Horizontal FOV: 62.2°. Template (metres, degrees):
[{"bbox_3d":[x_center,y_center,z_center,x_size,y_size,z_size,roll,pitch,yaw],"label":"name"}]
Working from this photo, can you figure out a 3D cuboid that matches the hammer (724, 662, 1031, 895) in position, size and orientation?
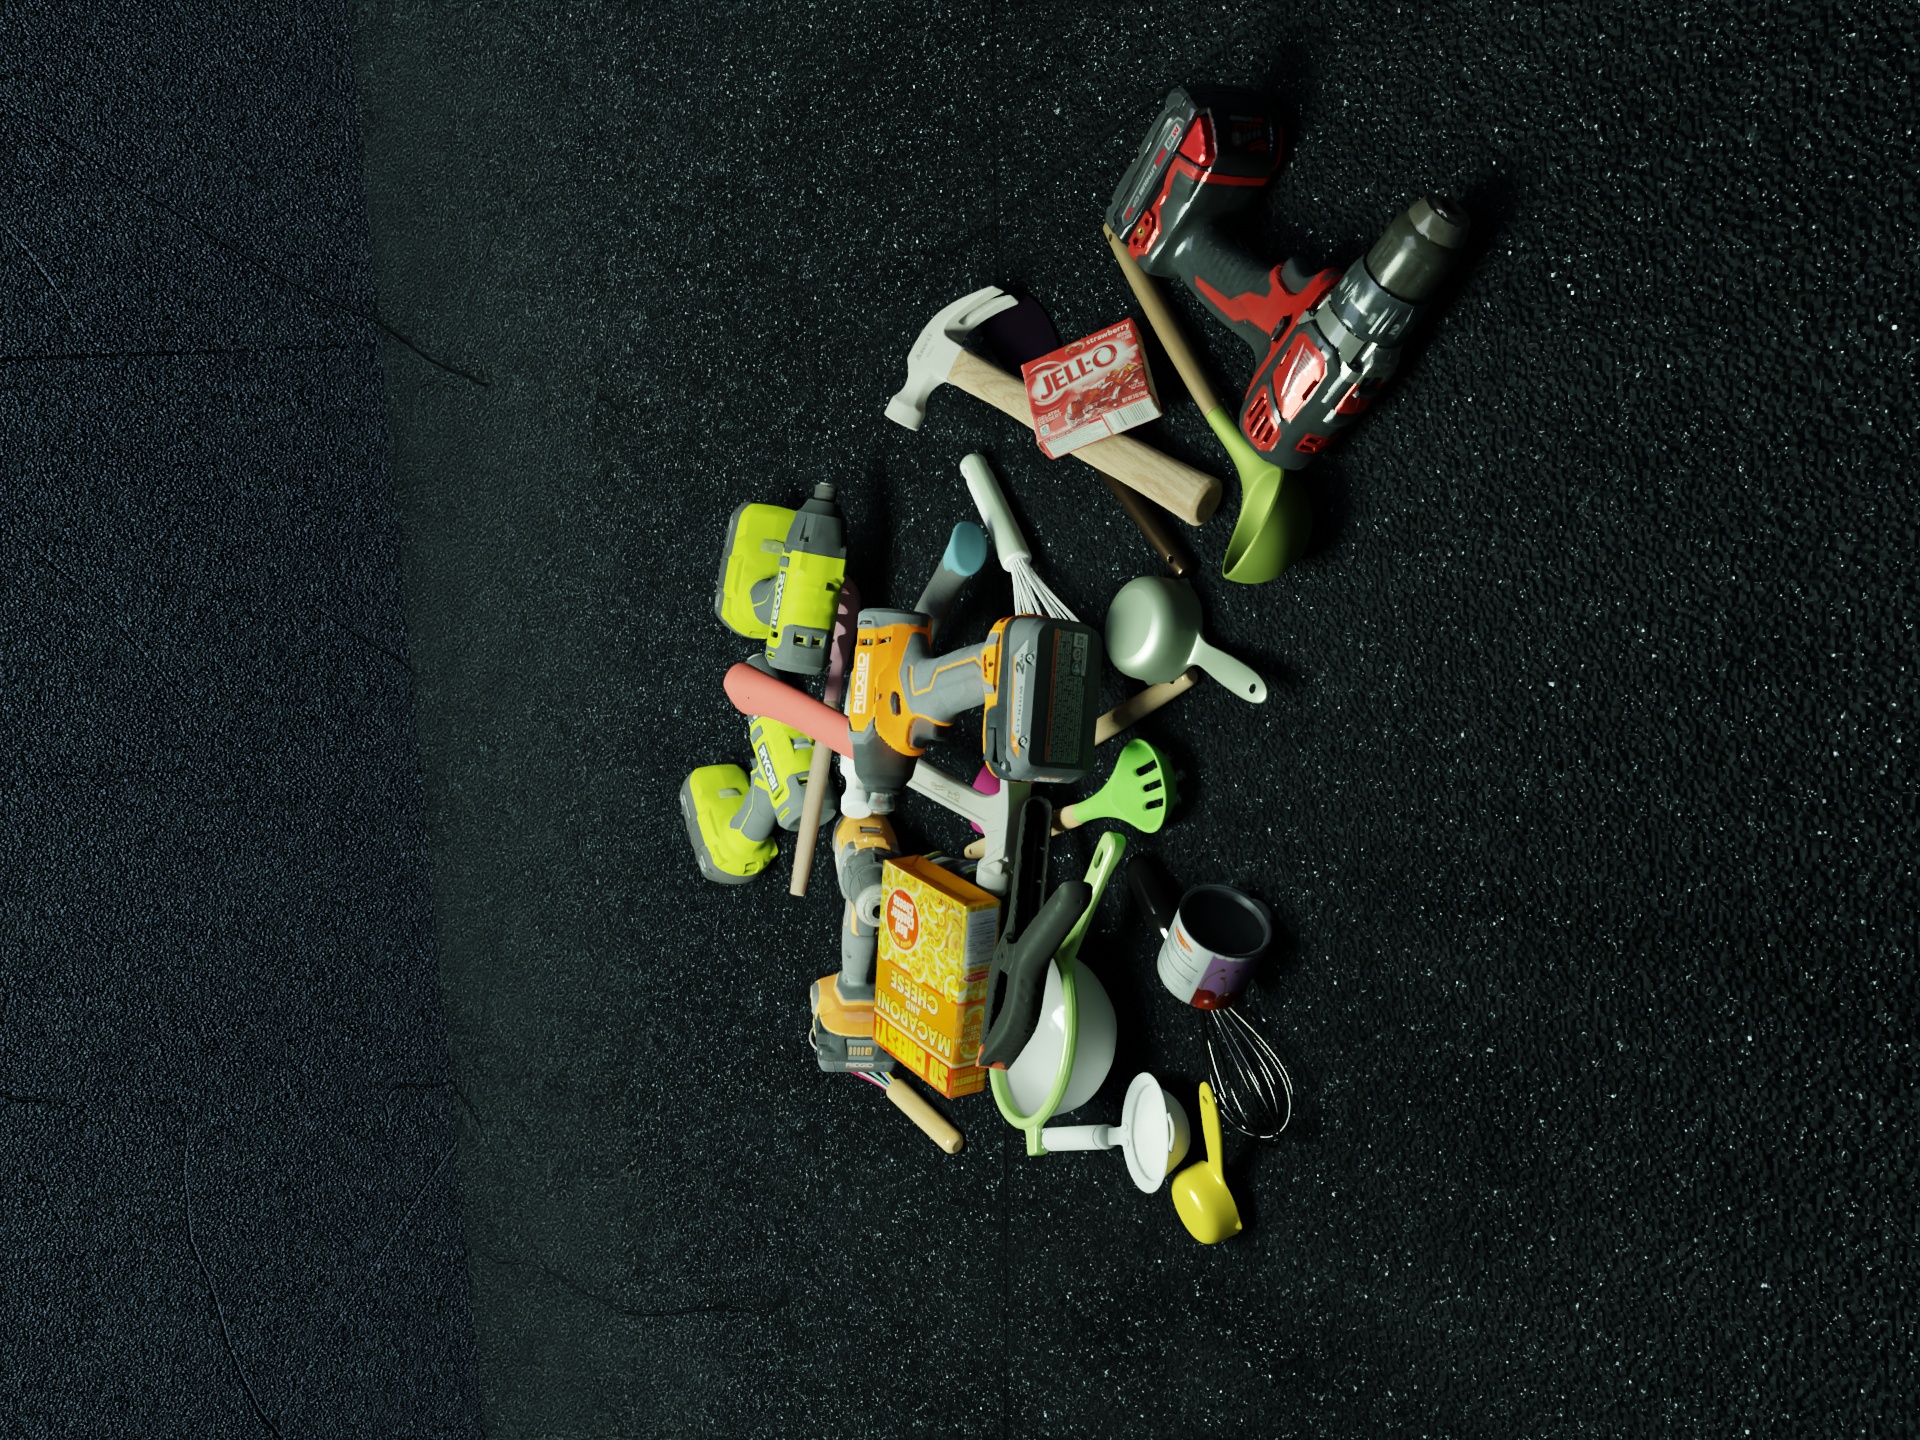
[{"bbox_3d":[-0.081,0.014,1.376,0.359,0.036,0.149,27,124,38],"label":"hammer"}]

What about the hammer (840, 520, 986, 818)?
[{"bbox_3d":[-0.047,-0.051,1.390,0.330,0.033,0.128,122,152,-49],"label":"hammer"}]

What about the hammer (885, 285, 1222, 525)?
[{"bbox_3d":[0.071,-0.229,1.193,0.332,0.031,0.130,38,106,40],"label":"hammer"}]

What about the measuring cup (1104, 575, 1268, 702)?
[{"bbox_3d":[0.153,-0.049,1.099,0.168,0.038,0.083,43,118,56],"label":"measuring cup"}]

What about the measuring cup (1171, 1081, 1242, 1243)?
[{"bbox_3d":[0.169,0.314,1.128,0.062,0.029,0.156,48,155,49],"label":"measuring cup"}]

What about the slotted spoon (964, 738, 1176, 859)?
[{"bbox_3d":[0.082,0.077,1.272,0.314,0.031,0.070,-28,72,58],"label":"slotted spoon"}]

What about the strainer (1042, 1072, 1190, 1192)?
[{"bbox_3d":[0.120,0.325,1.248,0.258,0.050,0.087,148,124,-61],"label":"strainer"}]

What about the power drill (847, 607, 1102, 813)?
[{"bbox_3d":[-0.002,-0.004,1.211,0.226,0.084,0.164,3,88,47],"label":"power drill"}]

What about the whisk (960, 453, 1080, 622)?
[{"bbox_3d":[0.048,-0.121,1.273,0.057,0.059,0.247,83,167,-60],"label":"whisk"}]

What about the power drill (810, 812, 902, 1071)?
[{"bbox_3d":[-0.088,0.212,1.470,0.185,0.084,0.226,-117,31,-71],"label":"power drill"}]

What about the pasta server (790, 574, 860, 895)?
[{"bbox_3d":[-0.134,0.007,1.503,0.060,0.040,0.316,154,127,-67],"label":"pasta server"}]

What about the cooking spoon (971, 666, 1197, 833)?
[{"bbox_3d":[0.087,0.022,1.258,0.319,0.017,0.069,-36,49,54],"label":"cooking spoon"}]

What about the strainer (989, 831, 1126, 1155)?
[{"bbox_3d":[0.097,0.202,1.239,0.152,0.069,0.256,-120,45,-60],"label":"strainer"}]

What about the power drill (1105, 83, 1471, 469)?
[{"bbox_3d":[0.200,-0.293,0.976,0.227,0.080,0.187,62,142,25],"label":"power drill"}]

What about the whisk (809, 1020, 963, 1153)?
[{"bbox_3d":[-0.076,0.351,1.557,0.245,0.051,0.047,31,87,45],"label":"whisk"}]

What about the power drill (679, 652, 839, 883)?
[{"bbox_3d":[-0.219,0.057,1.694,0.228,0.080,0.191,-46,58,47],"label":"power drill"}]

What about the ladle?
[{"bbox_3d":[0.153,-0.228,1.079,0.320,0.062,0.078,68,150,27],"label":"ladle"}]

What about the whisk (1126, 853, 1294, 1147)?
[{"bbox_3d":[0.172,0.194,1.136,0.055,0.055,0.239,-61,43,43],"label":"whisk"}]

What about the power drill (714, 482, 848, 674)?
[{"bbox_3d":[-0.165,-0.143,1.519,0.223,0.080,0.171,-156,75,-66],"label":"power drill"}]

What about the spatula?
[{"bbox_3d":[0.094,-0.222,1.204,0.059,0.018,0.316,-54,51,34],"label":"spatula"}]
